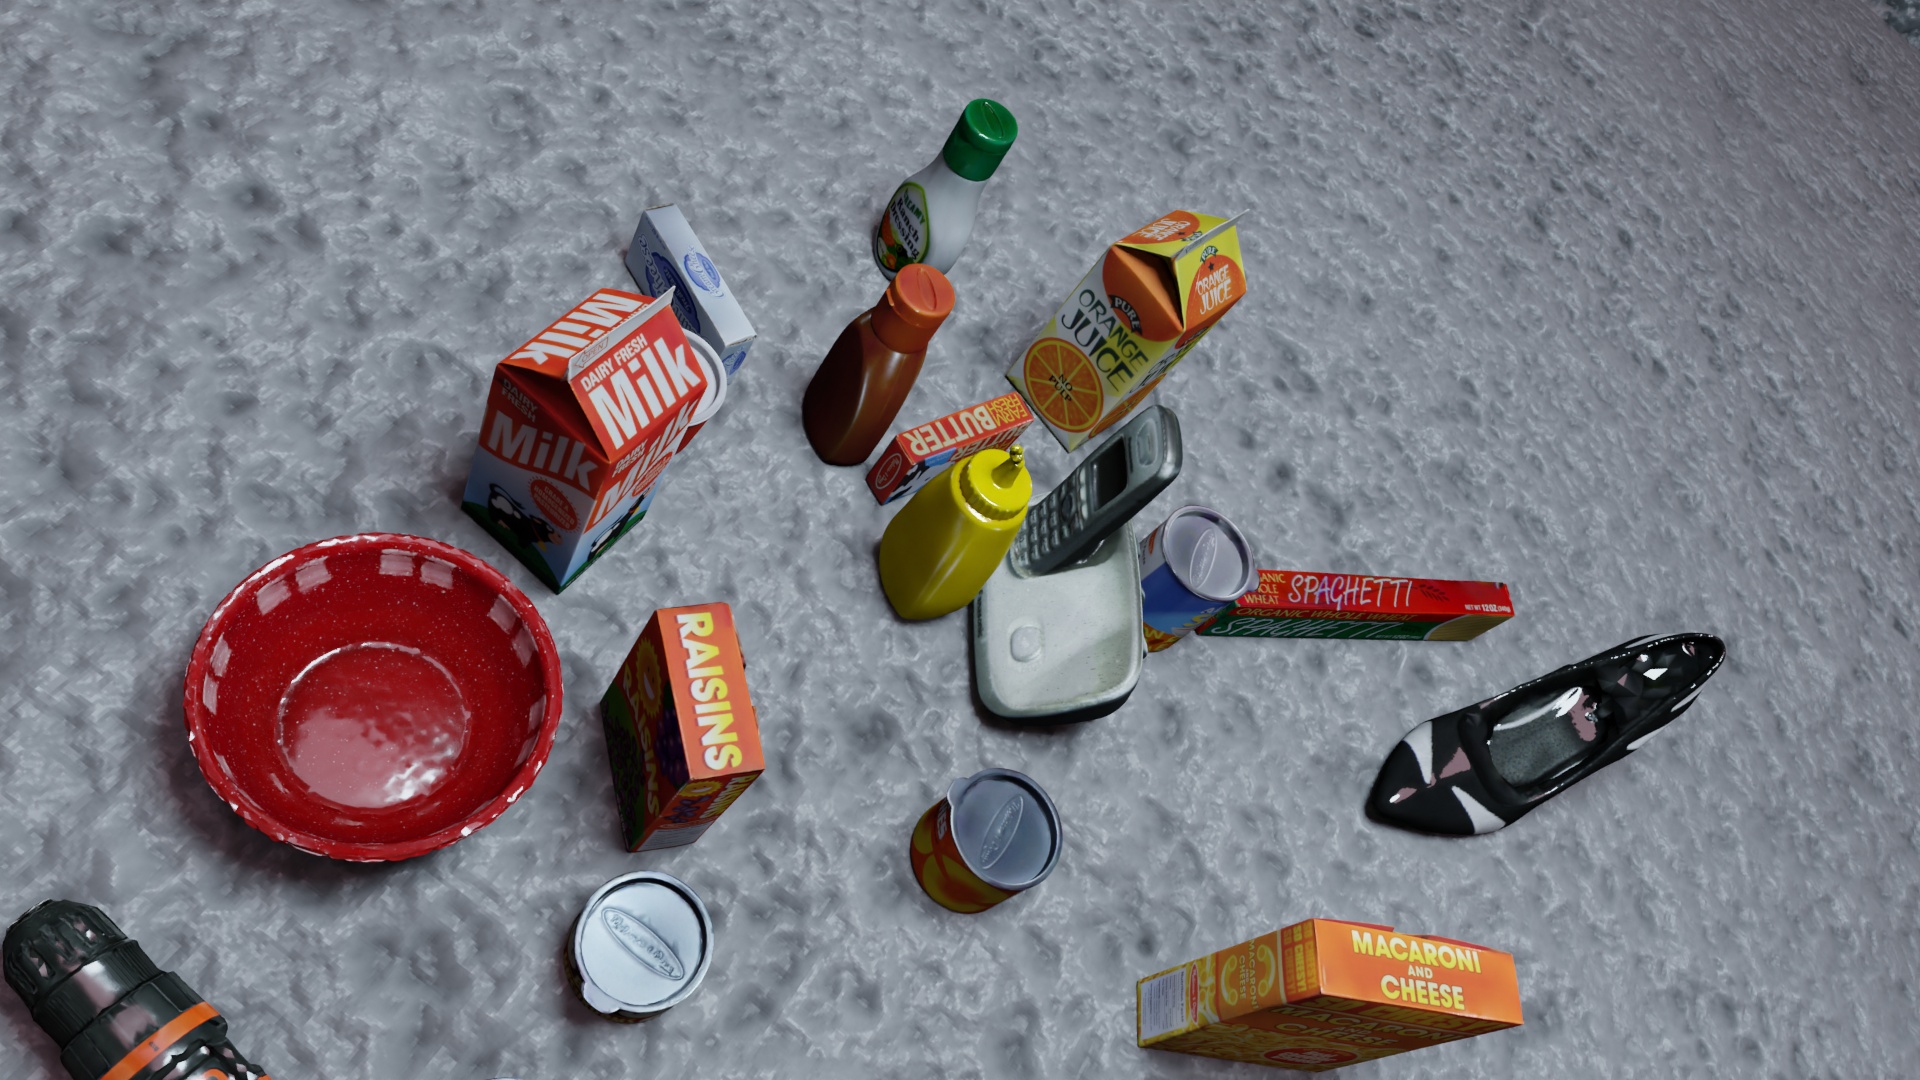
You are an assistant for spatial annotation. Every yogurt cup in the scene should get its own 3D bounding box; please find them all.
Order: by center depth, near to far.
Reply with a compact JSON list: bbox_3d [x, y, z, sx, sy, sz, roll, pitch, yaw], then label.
[{"bbox_3d":[-0.175,-0.083,0.804,0.072,0.053,0.073,13,58,-21],"label":"yogurt cup"}]

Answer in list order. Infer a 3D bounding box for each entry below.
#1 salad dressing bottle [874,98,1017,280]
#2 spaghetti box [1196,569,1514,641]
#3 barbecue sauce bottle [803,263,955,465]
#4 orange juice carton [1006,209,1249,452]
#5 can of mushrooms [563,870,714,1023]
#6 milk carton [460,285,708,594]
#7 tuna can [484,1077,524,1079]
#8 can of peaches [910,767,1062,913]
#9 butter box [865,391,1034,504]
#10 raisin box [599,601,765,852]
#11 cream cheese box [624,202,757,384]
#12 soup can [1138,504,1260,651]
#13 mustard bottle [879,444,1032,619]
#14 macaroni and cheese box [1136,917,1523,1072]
[{"bbox_3d":[-0.010,-0.227,0.912,0.044,0.147,0.064,-12,70,-32],"label":"salad dressing bottle"},{"bbox_3d":[0.274,0.046,0.963,0.250,0.050,0.029,3,62,-26],"label":"spaghetti box"},{"bbox_3d":[-0.050,-0.105,0.822,0.044,0.147,0.065,-2,64,-28],"label":"barbecue sauce bottle"},{"bbox_3d":[0.114,-0.144,0.901,0.072,0.191,0.073,-33,81,-37],"label":"orange juice carton"},{"bbox_3d":[-0.156,0.197,0.666,0.071,0.033,0.071,13,58,-21],"label":"can of mushrooms"},{"bbox_3d":[-0.188,-0.056,0.695,0.073,0.189,0.073,42,53,0],"label":"milk carton"},{"bbox_3d":[-0.202,0.268,0.602,0.071,0.032,0.071,13,58,-21],"label":"tuna can"},{"bbox_3d":[0.011,0.163,0.756,0.071,0.057,0.071,13,58,-21],"label":"can of peaches"},{"bbox_3d":[-0.006,-0.059,0.877,0.104,0.053,0.024,-24,76,-35],"label":"butter box"},{"bbox_3d":[-0.138,0.094,0.678,0.040,0.122,0.086,-3,65,-29],"label":"raisin box"},{"bbox_3d":[-0.165,-0.148,0.846,0.024,0.053,0.104,-24,76,-35],"label":"cream cheese box"},{"bbox_3d":[0.138,0.027,0.883,0.071,0.083,0.071,13,58,-21],"label":"soup can"},{"bbox_3d":[0.003,-0.010,0.787,0.049,0.159,0.065,-7,67,-30],"label":"mustard bottle"},{"bbox_3d":[0.188,0.243,0.733,0.124,0.165,0.040,15,57,-20],"label":"macaroni and cheese box"}]
